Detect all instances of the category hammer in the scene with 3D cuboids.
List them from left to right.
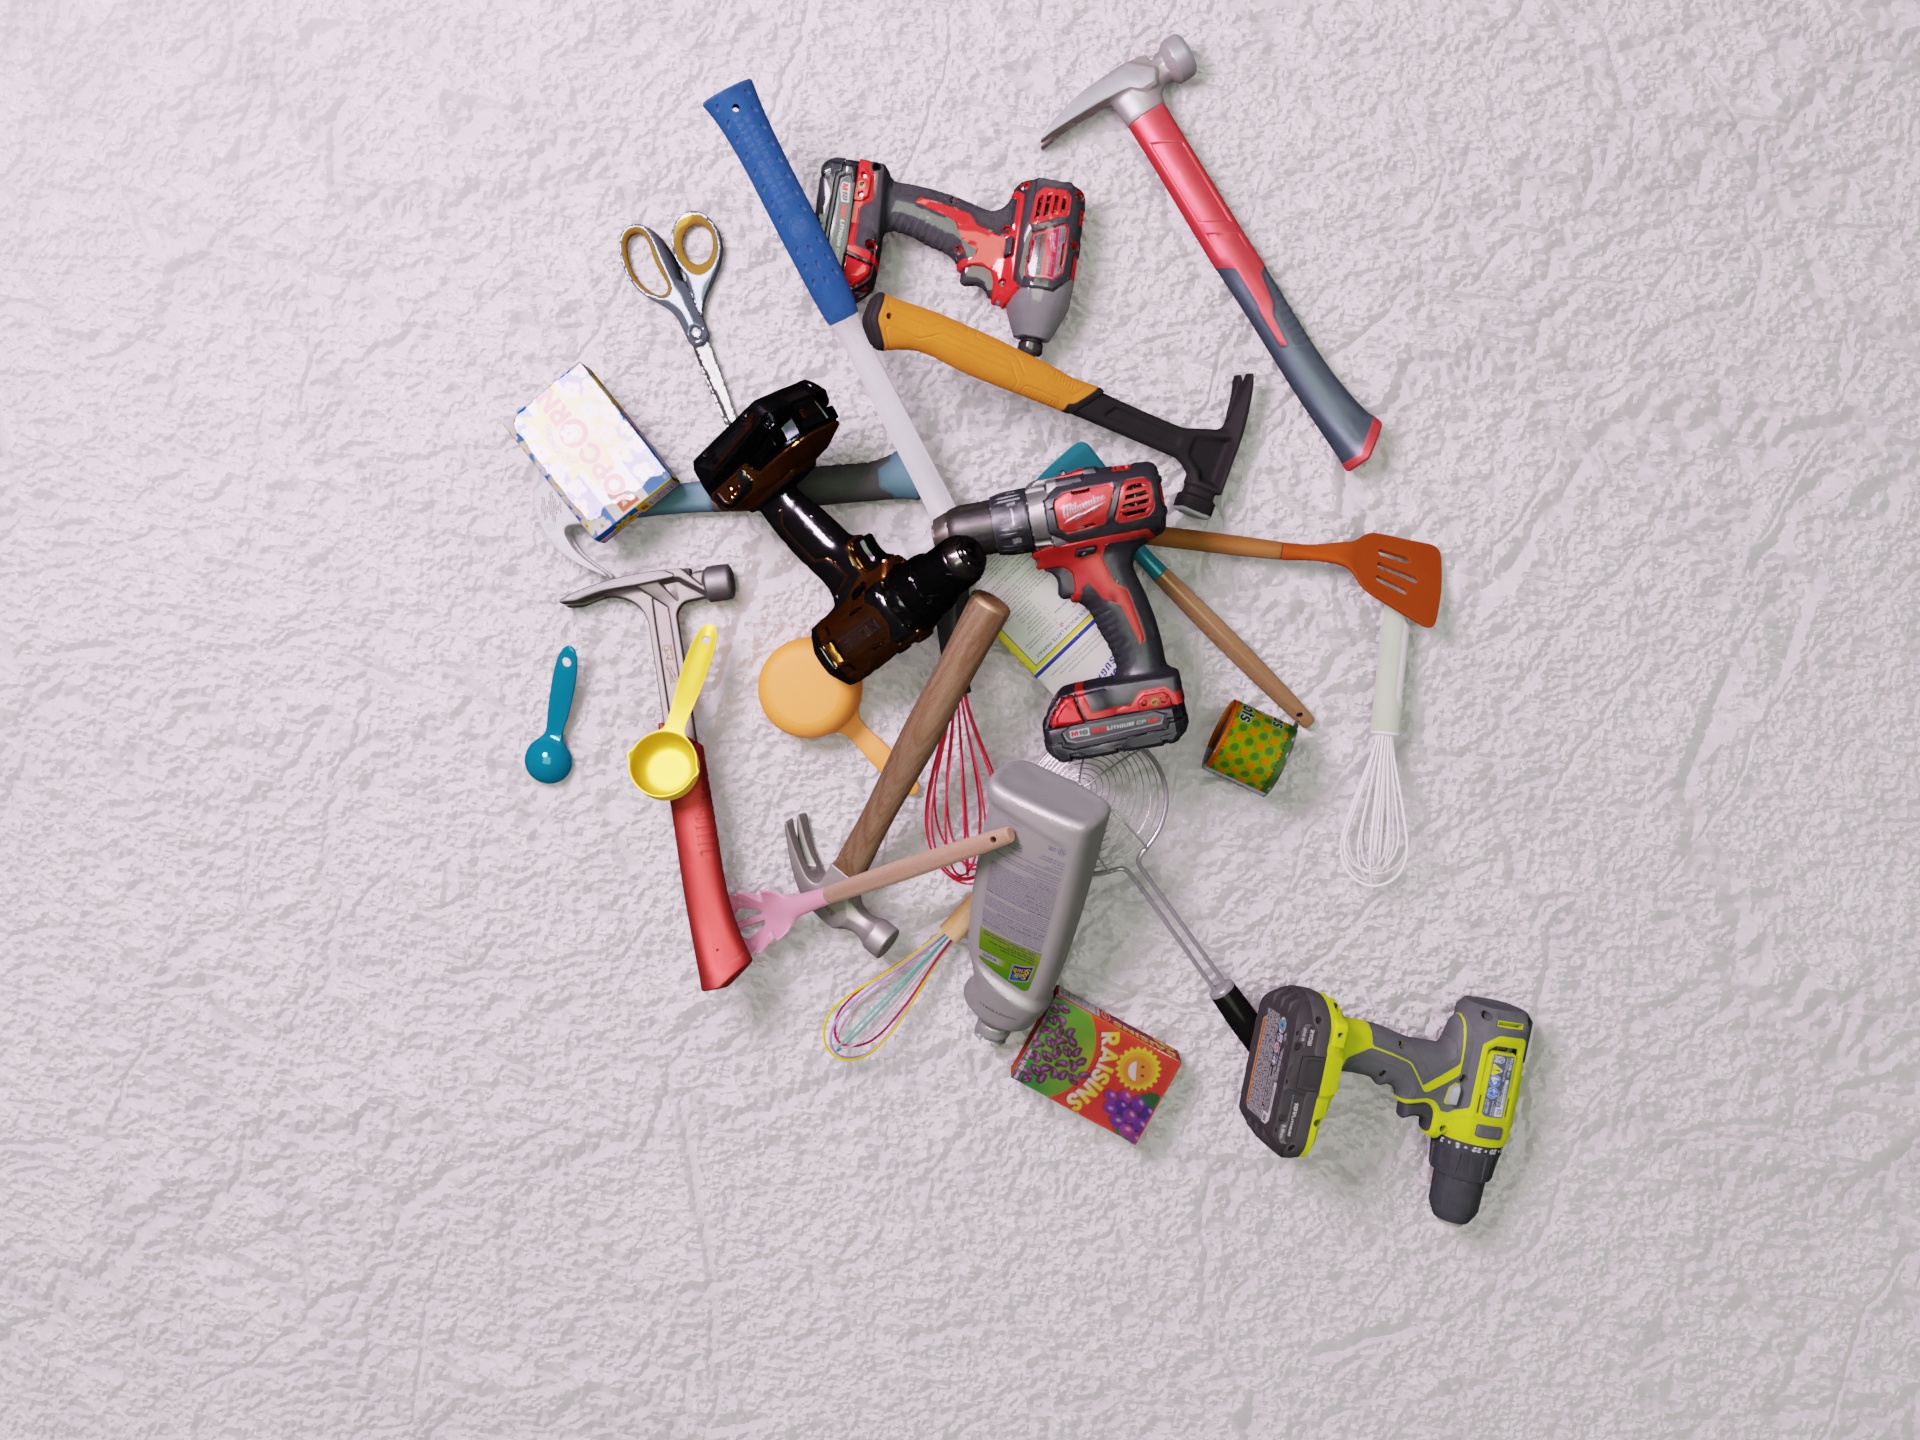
[{"bbox_3d":[-0.241,0.050,1.348,0.149,0.036,0.359,-10,83,2],"label":"hammer"},{"bbox_3d":[-0.200,-0.195,1.362,0.331,0.033,0.128,-5,92,2],"label":"hammer"},{"bbox_3d":[-0.083,-0.317,1.282,0.144,0.035,0.405,-26,107,6],"label":"hammer"},{"bbox_3d":[-0.048,0.036,1.309,0.130,0.031,0.331,36,116,16],"label":"hammer"},{"bbox_3d":[0.081,-0.277,1.291,0.336,0.034,0.127,18,93,-20],"label":"hammer"},{"bbox_3d":[0.222,-0.371,1.334,0.143,0.038,0.386,-32,91,5],"label":"hammer"}]

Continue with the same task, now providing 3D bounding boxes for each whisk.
[{"bbox_3d":[-0.028,0.198,1.370,0.245,0.051,0.047,-46,67,-1],"label":"whisk"},{"bbox_3d":[-0.002,-0.004,1.335,0.073,0.073,0.296,-3,99,2],"label":"whisk"},{"bbox_3d":[0.359,0.018,1.346,0.059,0.057,0.246,6,89,32],"label":"whisk"}]

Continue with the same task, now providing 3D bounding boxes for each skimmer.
[{"bbox_3d":[0.188,0.173,1.369,0.127,0.090,0.363,-34,101,7],"label":"skimmer"}]

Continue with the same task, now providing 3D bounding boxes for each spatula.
[{"bbox_3d":[0.184,-0.101,1.332,0.317,0.044,0.082,43,109,-8],"label":"spatula"},{"bbox_3d":[0.246,-0.141,1.346,0.322,0.041,0.081,8,66,8],"label":"spatula"}]

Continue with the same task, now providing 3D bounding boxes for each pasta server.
[{"bbox_3d":[-0.093,0.139,1.318,0.316,0.040,0.060,-21,86,29],"label":"pasta server"}]

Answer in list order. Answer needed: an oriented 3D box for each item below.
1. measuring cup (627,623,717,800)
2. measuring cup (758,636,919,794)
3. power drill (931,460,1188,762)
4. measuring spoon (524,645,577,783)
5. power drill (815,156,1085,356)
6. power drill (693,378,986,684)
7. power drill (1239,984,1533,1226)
[{"bbox_3d":[-0.230,-0.006,1.329,0.062,0.029,0.157,14,72,6],"label":"measuring cup"},{"bbox_3d":[-0.100,0.002,1.358,0.095,0.052,0.173,-45,89,4],"label":"measuring cup"},{"bbox_3d":[0.085,-0.086,1.281,0.188,0.080,0.226,-10,99,7],"label":"power drill"},{"bbox_3d":[-0.350,-0.003,1.368,0.042,0.021,0.128,16,108,3],"label":"measuring spoon"},{"bbox_3d":[-0.012,-0.386,1.326,0.219,0.078,0.143,8,94,-1],"label":"power drill"},{"bbox_3d":[-0.092,-0.158,1.267,0.185,0.084,0.226,-32,93,43],"label":"power drill"},{"bbox_3d":[0.357,0.318,1.331,0.228,0.080,0.190,11,92,-13],"label":"power drill"}]
